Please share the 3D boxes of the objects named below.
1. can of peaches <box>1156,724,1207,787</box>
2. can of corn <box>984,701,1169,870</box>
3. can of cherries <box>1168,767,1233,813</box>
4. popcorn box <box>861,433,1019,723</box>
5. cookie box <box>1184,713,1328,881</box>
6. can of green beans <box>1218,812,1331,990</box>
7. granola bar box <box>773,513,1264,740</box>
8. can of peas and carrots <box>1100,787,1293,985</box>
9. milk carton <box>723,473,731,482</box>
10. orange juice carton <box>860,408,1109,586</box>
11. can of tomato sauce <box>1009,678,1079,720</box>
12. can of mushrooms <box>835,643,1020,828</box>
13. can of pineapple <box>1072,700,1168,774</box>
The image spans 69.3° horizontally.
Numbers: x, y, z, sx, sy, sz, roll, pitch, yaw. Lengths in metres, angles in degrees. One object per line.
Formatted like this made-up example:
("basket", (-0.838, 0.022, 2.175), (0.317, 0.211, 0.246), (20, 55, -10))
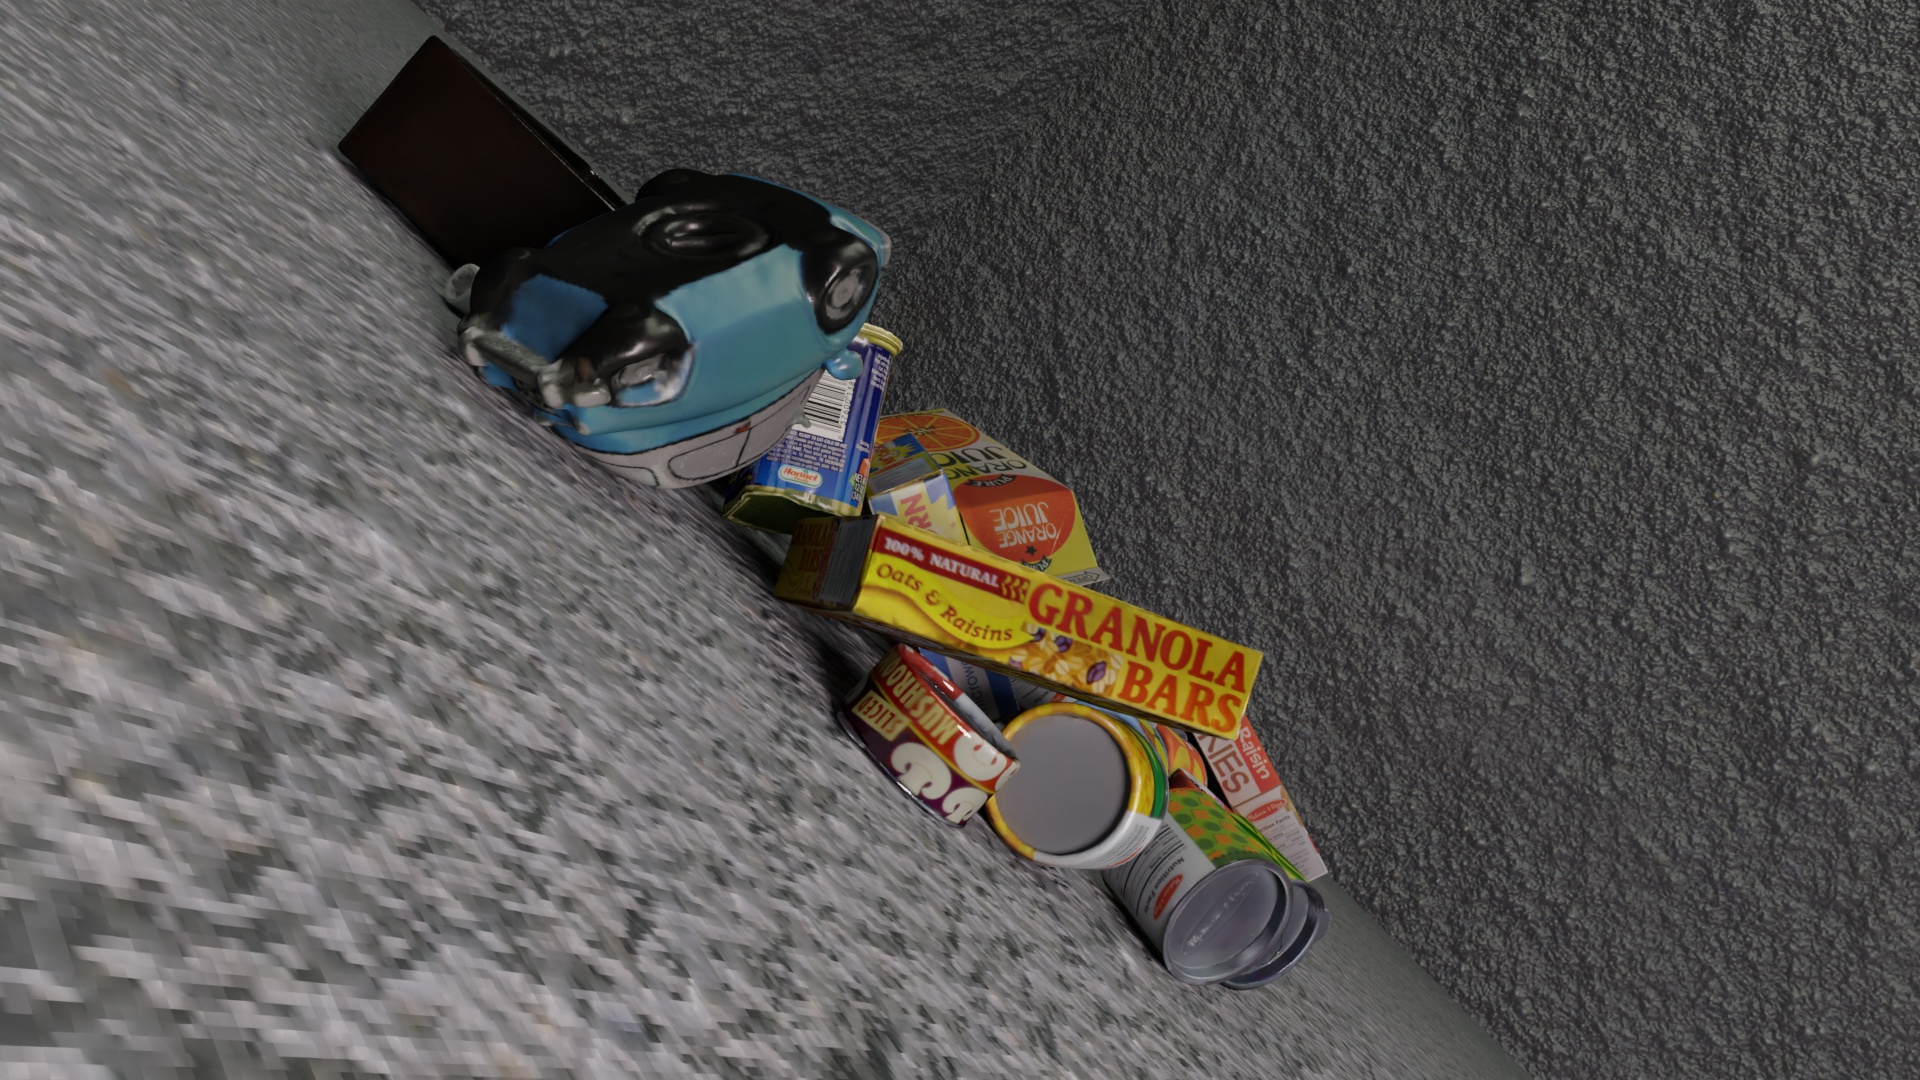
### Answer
("can of peaches", (0.110, 0.140, 0.849), (0.071, 0.071, 0.058), (46, 4, 39))
("can of corn", (0.047, 0.100, 0.573), (0.071, 0.071, 0.058), (45, 3, 23))
("can of cherries", (0.126, 0.169, 0.761), (0.071, 0.058, 0.071), (43, 2, -2))
("popcorn box", (-0.014, 0.020, 0.666), (0.085, 0.038, 0.126), (-126, -162, -71))
("cookie box", (0.185, 0.154, 0.947), (0.167, 0.040, 0.122), (64, 0, 12))
("can of green beans", (0.137, 0.179, 0.692), (0.071, 0.071, 0.058), (42, 3, -35))
("granola bar box", (0.018, 0.034, 0.563), (0.165, 0.039, 0.124), (20, -6, -19))
("can of peas and carrots", (0.106, 0.154, 0.620), (0.071, 0.071, 0.059), (42, 2, -34))
("milk carton", (-0.107, -0.067, 0.792), (0.072, 0.073, 0.191), (43, 3, -21))
("orange juice carton", (0.003, -0.010, 0.789), (0.072, 0.072, 0.193), (-10, 27, -27))
("can of tomato sauce", (0.028, 0.065, 0.841), (0.083, 0.071, 0.071), (41, 3, -34))
("can of mushrooms", (-0.012, 0.071, 0.514), (0.071, 0.033, 0.071), (44, 3, -3))
("can of pineapple", (0.070, 0.112, 0.699), (0.071, 0.071, 0.058), (45, 3, 16))
